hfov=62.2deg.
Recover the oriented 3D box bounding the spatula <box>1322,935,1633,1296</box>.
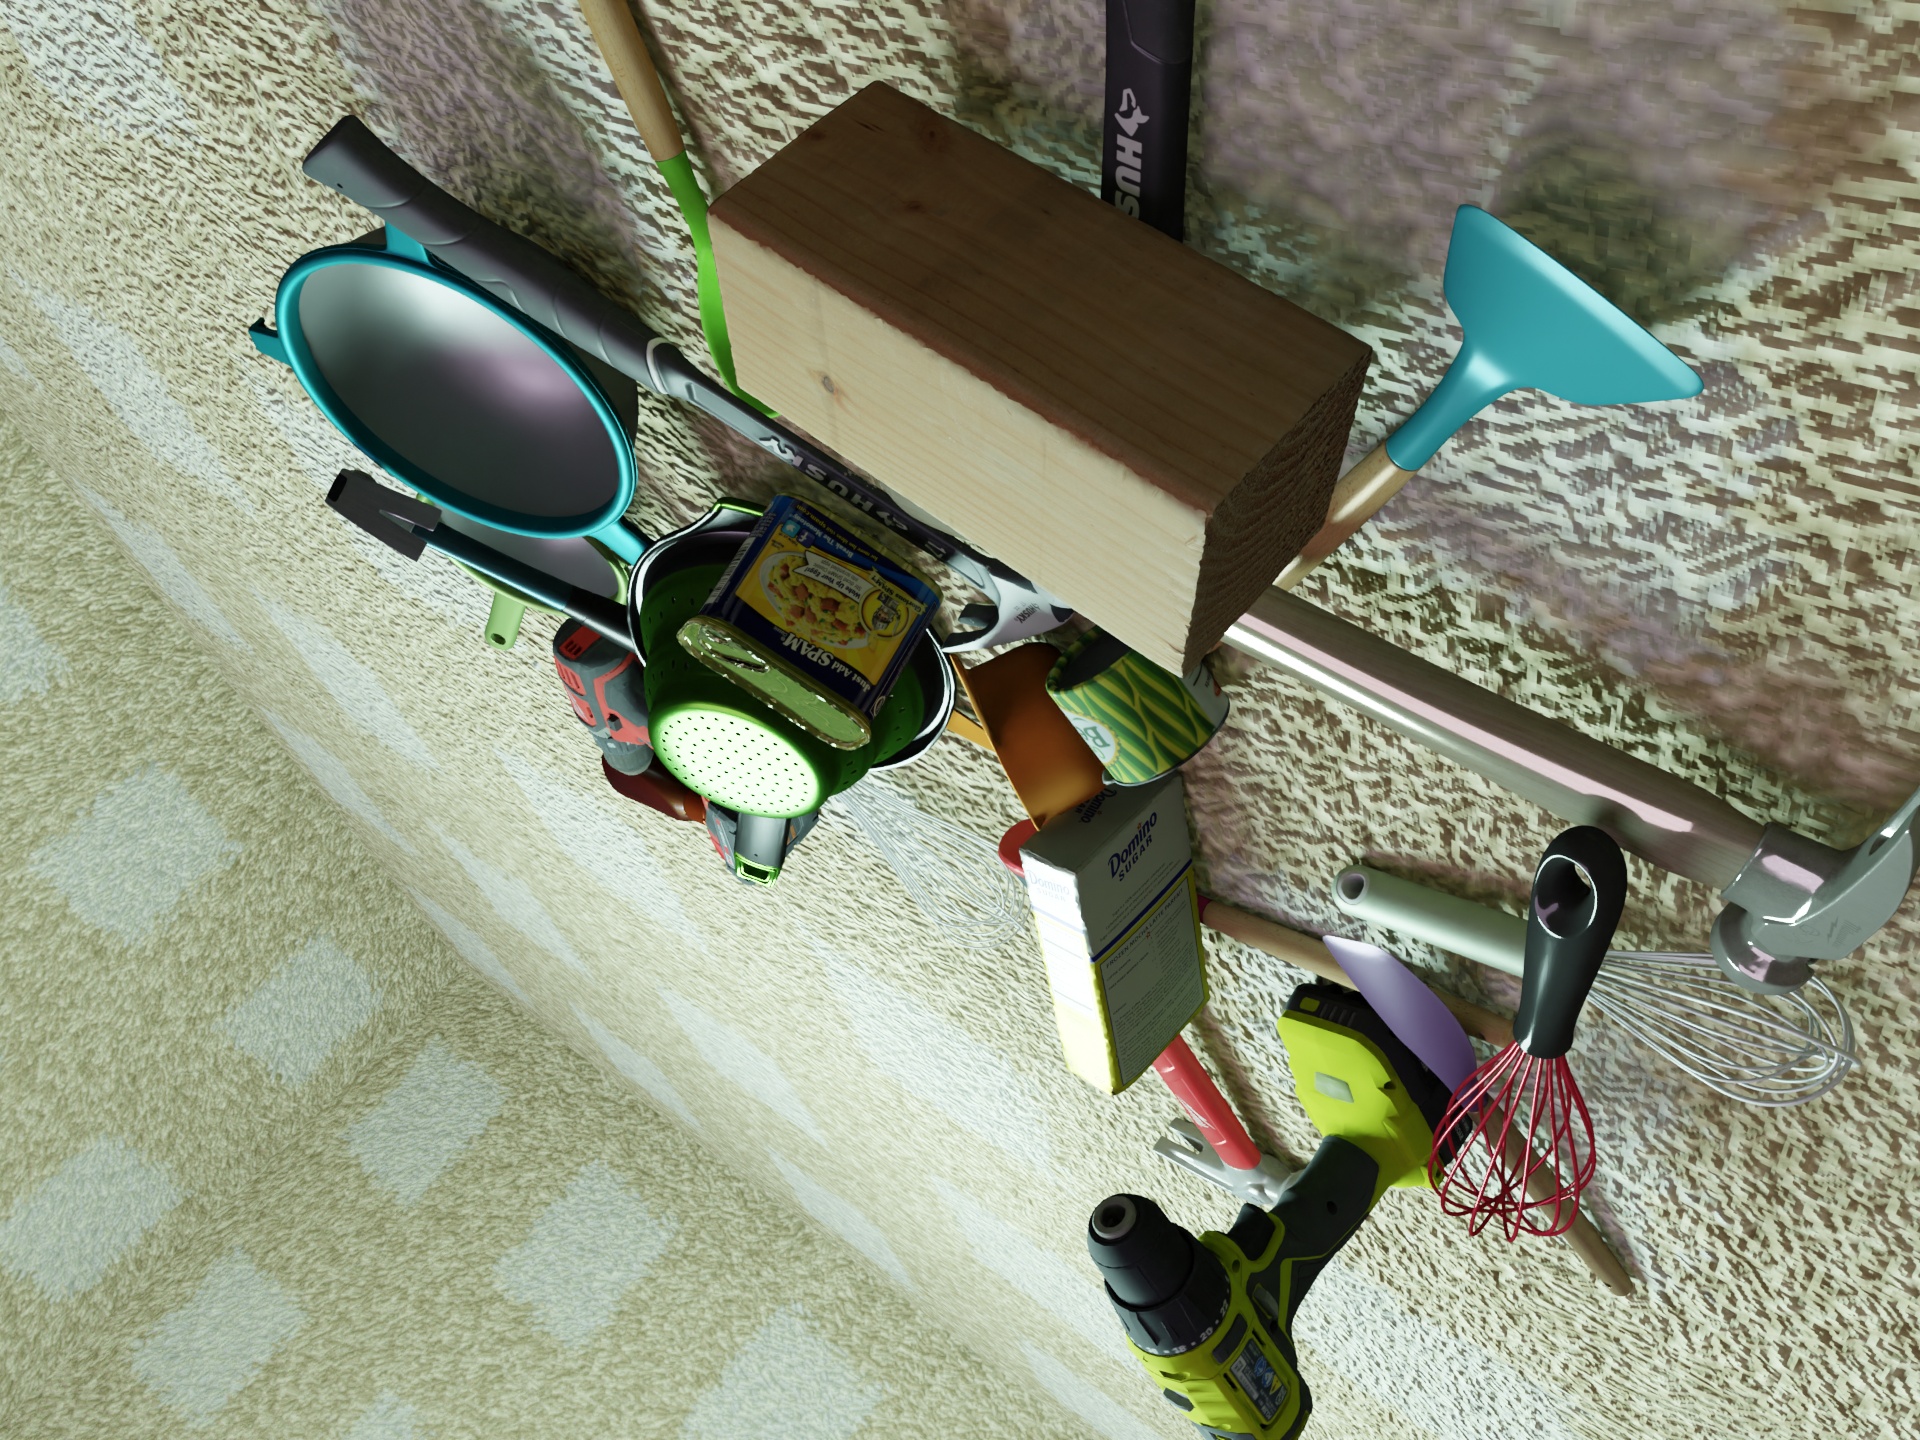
[{"bbox_3d":[0.284,0.215,0.835,0.315,0.018,0.060,49,158,-26],"label":"spatula"}]

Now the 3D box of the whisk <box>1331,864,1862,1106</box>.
[{"bbox_3d":[0.261,0.104,0.690,0.059,0.058,0.246,28,174,-39],"label":"whisk"}]

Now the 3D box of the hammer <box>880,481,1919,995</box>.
[{"bbox_3d":[0.141,-0.030,0.603,0.411,0.038,0.146,28,159,19],"label":"hammer"}]

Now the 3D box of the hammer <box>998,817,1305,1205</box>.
[{"bbox_3d":[0.115,0.198,1.042,0.143,0.038,0.385,14,146,49],"label":"hammer"}]

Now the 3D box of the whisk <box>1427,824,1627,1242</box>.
[{"bbox_3d":[0.239,0.140,0.661,0.073,0.073,0.295,27,148,30],"label":"whisk"}]

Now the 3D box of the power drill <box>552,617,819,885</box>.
[{"bbox_3d":[-0.219,0.029,1.246,0.227,0.080,0.187,36,155,21],"label":"power drill"}]

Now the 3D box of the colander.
[{"bbox_3d":[-0.126,0.034,0.978,0.204,0.095,0.396,20,146,2],"label":"colander"}]

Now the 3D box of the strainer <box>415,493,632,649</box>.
[{"bbox_3d":[-0.298,-0.120,1.109,0.151,0.069,0.256,26,154,-12],"label":"strainer"}]

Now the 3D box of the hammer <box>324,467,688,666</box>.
[{"bbox_3d":[-0.239,-0.072,1.013,0.330,0.033,0.128,26,180,-23],"label":"hammer"}]

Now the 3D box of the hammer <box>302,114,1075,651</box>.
[{"bbox_3d":[-0.123,-0.156,0.755,0.409,0.036,0.149,32,159,-8],"label":"hammer"}]

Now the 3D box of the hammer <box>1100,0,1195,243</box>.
[{"bbox_3d":[0.062,-0.217,0.479,0.146,0.035,0.334,32,153,23],"label":"hammer"}]

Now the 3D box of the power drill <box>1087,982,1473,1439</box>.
[{"bbox_3d":[0.167,0.253,0.843,0.080,0.228,0.190,10,140,50],"label":"power drill"}]

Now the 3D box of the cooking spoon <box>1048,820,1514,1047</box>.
[{"bbox_3d":[0.160,0.116,0.888,0.319,0.017,0.068,19,146,42],"label":"cooking spoon"}]

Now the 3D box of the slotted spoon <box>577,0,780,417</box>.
[{"bbox_3d":[-0.136,-0.272,0.695,0.070,0.031,0.313,19,145,40],"label":"slotted spoon"}]

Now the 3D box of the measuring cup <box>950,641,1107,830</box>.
[{"bbox_3d":[0.034,-0.009,0.769,0.173,0.052,0.095,57,-172,-69],"label":"measuring cup"}]

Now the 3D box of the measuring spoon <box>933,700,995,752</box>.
[{"bbox_3d":[-0.002,-0.003,0.950,0.117,0.011,0.021,31,143,32],"label":"measuring spoon"}]

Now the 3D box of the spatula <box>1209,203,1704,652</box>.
[{"bbox_3d":[0.141,-0.079,0.573,0.082,0.044,0.317,38,156,0],"label":"spatula"}]

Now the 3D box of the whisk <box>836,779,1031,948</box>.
[{"bbox_3d":[-0.064,0.056,1.087,0.285,0.070,0.070,37,155,22],"label":"whisk"}]

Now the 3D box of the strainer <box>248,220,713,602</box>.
[{"bbox_3d":[-0.219,-0.168,0.918,0.211,0.095,0.340,-13,136,45],"label":"strainer"}]
